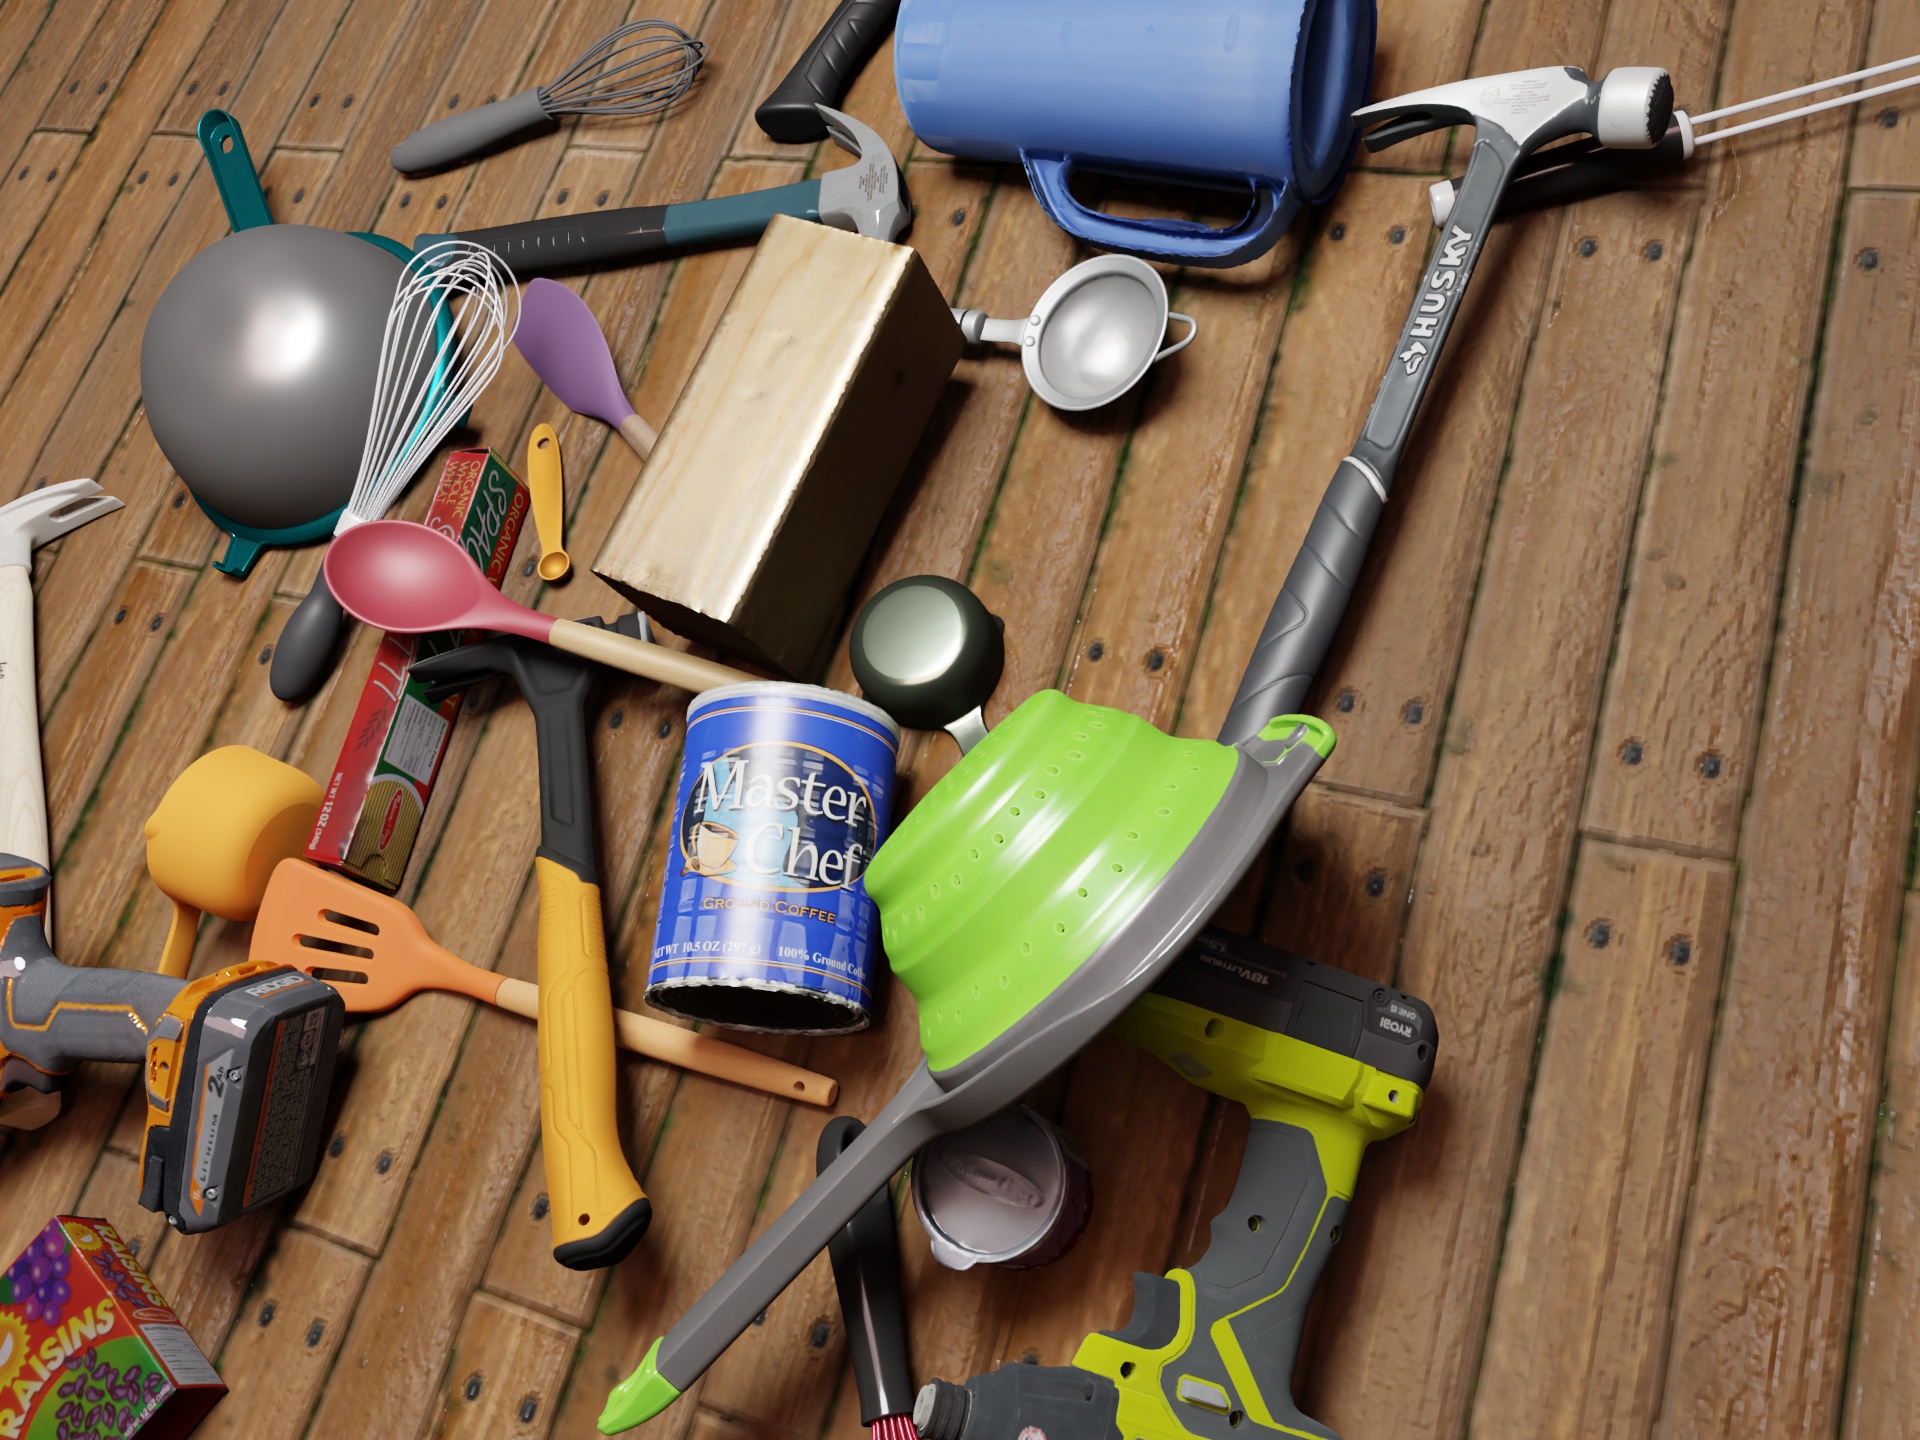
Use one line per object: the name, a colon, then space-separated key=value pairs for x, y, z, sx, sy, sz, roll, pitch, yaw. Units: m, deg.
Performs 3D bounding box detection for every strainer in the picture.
strainer: x=0.016 y=-0.212 z=0.861 sx=0.258 sy=0.050 sz=0.087 roll=14 pitch=83 yaw=29
strainer: x=-0.446 y=-0.272 z=0.982 sx=0.211 sy=0.095 sz=0.341 roll=-30 pitch=69 yaw=11

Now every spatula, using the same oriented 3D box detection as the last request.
spatula: x=-0.174 y=-0.156 z=0.905 sx=0.316 sy=0.018 sz=0.059 roll=48 pitch=121 yaw=27
spatula: x=-0.209 y=0.141 z=0.780 sx=0.323 sy=0.041 sz=0.081 roll=12 pitch=87 yaw=21

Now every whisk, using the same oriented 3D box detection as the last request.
whisk: x=-0.272 y=-0.399 z=1.036 sx=0.239 sy=0.055 sz=0.055 roll=-13 pitch=64 yaw=17
whisk: x=-0.330 y=-0.138 z=0.903 sx=0.070 sy=0.070 sz=0.284 roll=31 pitch=97 yaw=27
whisk: x=-0.025 y=0.302 z=0.641 sx=0.073 sy=0.073 sz=0.296 roll=-19 pitch=58 yaw=9

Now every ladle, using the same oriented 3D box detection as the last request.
ladle: x=-0.184 y=-0.040 z=0.817 sx=0.315 sy=0.031 sz=0.069 roll=17 pitch=57 yaw=12

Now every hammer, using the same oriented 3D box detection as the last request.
hammer: x=-0.196 y=0.095 z=0.766 sx=0.127 sy=0.034 sz=0.337 roll=-12 pitch=57 yaw=-2
hammer: x=-0.189 y=-0.298 z=0.970 sx=0.331 sy=0.033 sz=0.128 roll=-2 pitch=67 yaw=17
hammer: x=-0.553 y=0.038 z=0.941 sx=0.146 sy=0.038 sz=0.411 roll=-24 pitch=62 yaw=6
hammer: x=-0.027 y=-0.501 z=1.004 sx=0.146 sy=0.035 sz=0.335 roll=28 pitch=78 yaw=26
hammer: x=0.193 y=-0.133 z=0.751 sx=0.149 sy=0.036 sz=0.409 roll=17 pitch=79 yaw=38

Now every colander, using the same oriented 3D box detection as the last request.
colander: x=-0.028 y=0.114 z=0.632 sx=0.094 sy=0.204 sz=0.397 roll=44 pitch=91 yaw=-2

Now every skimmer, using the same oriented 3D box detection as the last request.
skimmer: x=0.405 y=-0.305 z=0.741 sx=0.363 sy=0.090 sz=0.127 roll=-12 pitch=80 yaw=15

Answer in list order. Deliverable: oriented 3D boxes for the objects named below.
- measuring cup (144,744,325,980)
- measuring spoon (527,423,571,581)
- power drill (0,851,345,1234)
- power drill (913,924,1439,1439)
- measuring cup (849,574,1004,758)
measuring cup: x=-0.388 y=0.103 z=0.844 sx=0.052 sy=0.095 sz=0.173 roll=17 pitch=93 yaw=16
measuring spoon: x=-0.238 y=-0.127 z=0.926 sx=0.021 sy=0.011 sz=0.117 roll=-17 pitch=60 yaw=7
power drill: x=-0.432 y=0.171 z=0.789 sx=0.226 sy=0.084 sz=0.164 roll=16 pitch=97 yaw=14
power drill: x=0.089 y=0.199 z=0.606 sx=0.171 sy=0.080 sz=0.223 roll=20 pitch=71 yaw=-7
measuring cup: x=-0.001 y=-0.002 z=0.774 sx=0.083 sy=0.038 sz=0.168 roll=-30 pitch=59 yaw=4
